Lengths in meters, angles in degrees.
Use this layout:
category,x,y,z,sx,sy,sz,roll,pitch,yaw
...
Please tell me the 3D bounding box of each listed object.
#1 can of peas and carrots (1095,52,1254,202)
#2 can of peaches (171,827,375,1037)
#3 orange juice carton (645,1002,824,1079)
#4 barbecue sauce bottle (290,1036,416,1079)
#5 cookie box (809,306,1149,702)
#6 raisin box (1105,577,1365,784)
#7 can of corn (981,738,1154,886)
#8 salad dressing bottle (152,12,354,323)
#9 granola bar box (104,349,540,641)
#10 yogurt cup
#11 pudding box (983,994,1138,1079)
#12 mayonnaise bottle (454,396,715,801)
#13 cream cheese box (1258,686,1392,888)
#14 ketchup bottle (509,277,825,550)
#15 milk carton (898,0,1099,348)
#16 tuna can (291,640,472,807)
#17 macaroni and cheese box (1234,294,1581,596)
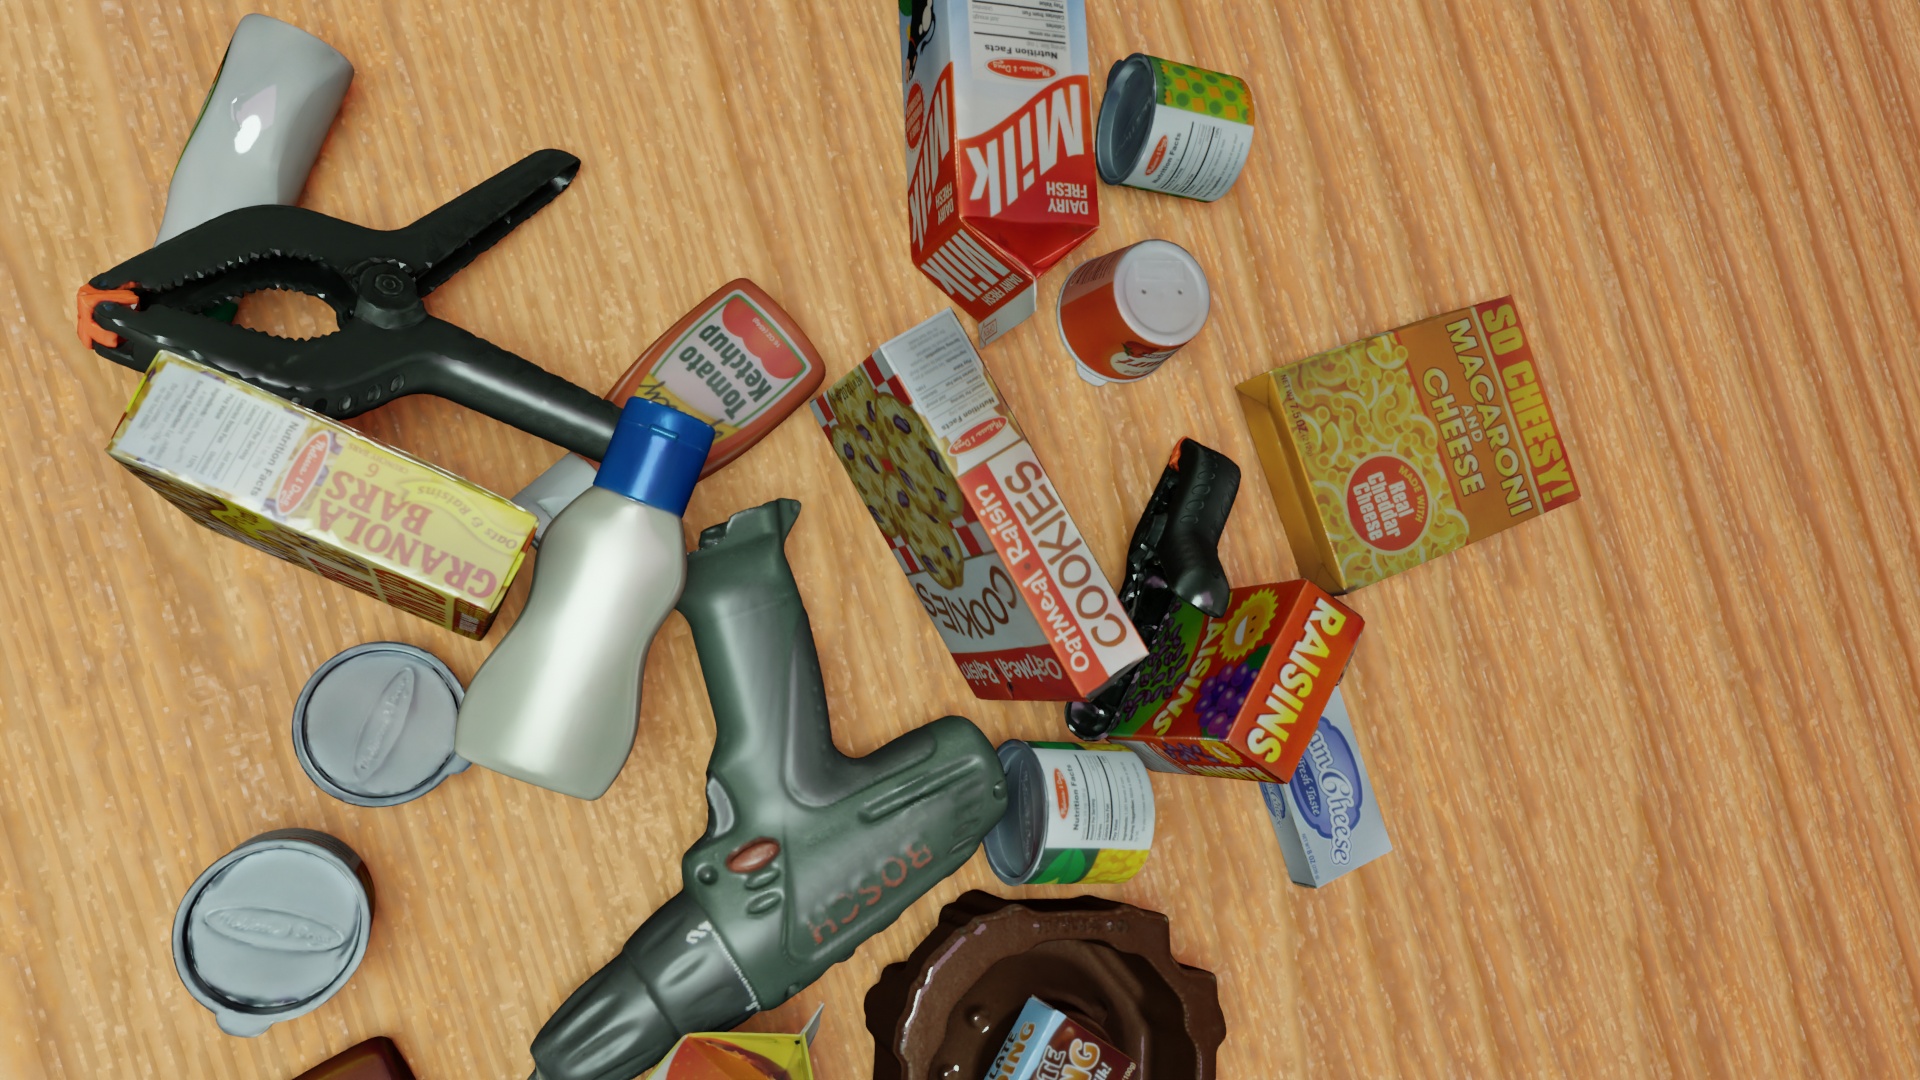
category,x,y,z,sx,sy,sz,roll,pitch,yaw
can of peas and carrots,0.109,-0.213,0.715,0.059,0.071,0.071,6,82,-20
can of peaches,-0.263,0.148,0.535,0.071,0.058,0.071,2,83,-21
orange juice carton,-0.114,0.260,0.524,0.073,0.071,0.193,35,59,13
barbecue sauce bottle,-0.276,0.254,0.524,0.149,0.043,0.065,-27,93,-21
cookie box,0.002,-0.008,0.617,0.040,0.122,0.167,-31,95,-20
raisin box,0.125,0.067,0.653,0.040,0.123,0.086,35,73,-13
can of corn,0.048,0.127,0.648,0.058,0.071,0.071,6,81,-25
salad dressing bottle,-0.295,-0.135,0.559,0.044,0.064,0.148,23,84,-18
granola bar box,-0.225,-0.008,0.511,0.124,0.165,0.039,26,75,-15
yogurt cup,0.089,-0.118,0.701,0.072,0.054,0.072,3,82,-20
pudding box,0.032,0.243,0.587,0.049,0.030,0.084,37,73,-14
mayonnaise bottle,-0.136,0.020,0.529,0.065,0.041,0.148,22,84,-10
cream cheese box,0.182,0.121,0.721,0.053,0.024,0.103,-19,90,-23
ketchup bottle,-0.132,-0.049,0.616,0.149,0.043,0.064,-44,95,-19
milk carton,0.017,-0.194,0.674,0.073,0.072,0.190,-1,83,-20
tuna can,-0.233,0.076,0.568,0.071,0.032,0.071,2,83,-20
macaroni and cheese box,0.245,-0.053,0.758,0.167,0.040,0.123,-19,90,-21
